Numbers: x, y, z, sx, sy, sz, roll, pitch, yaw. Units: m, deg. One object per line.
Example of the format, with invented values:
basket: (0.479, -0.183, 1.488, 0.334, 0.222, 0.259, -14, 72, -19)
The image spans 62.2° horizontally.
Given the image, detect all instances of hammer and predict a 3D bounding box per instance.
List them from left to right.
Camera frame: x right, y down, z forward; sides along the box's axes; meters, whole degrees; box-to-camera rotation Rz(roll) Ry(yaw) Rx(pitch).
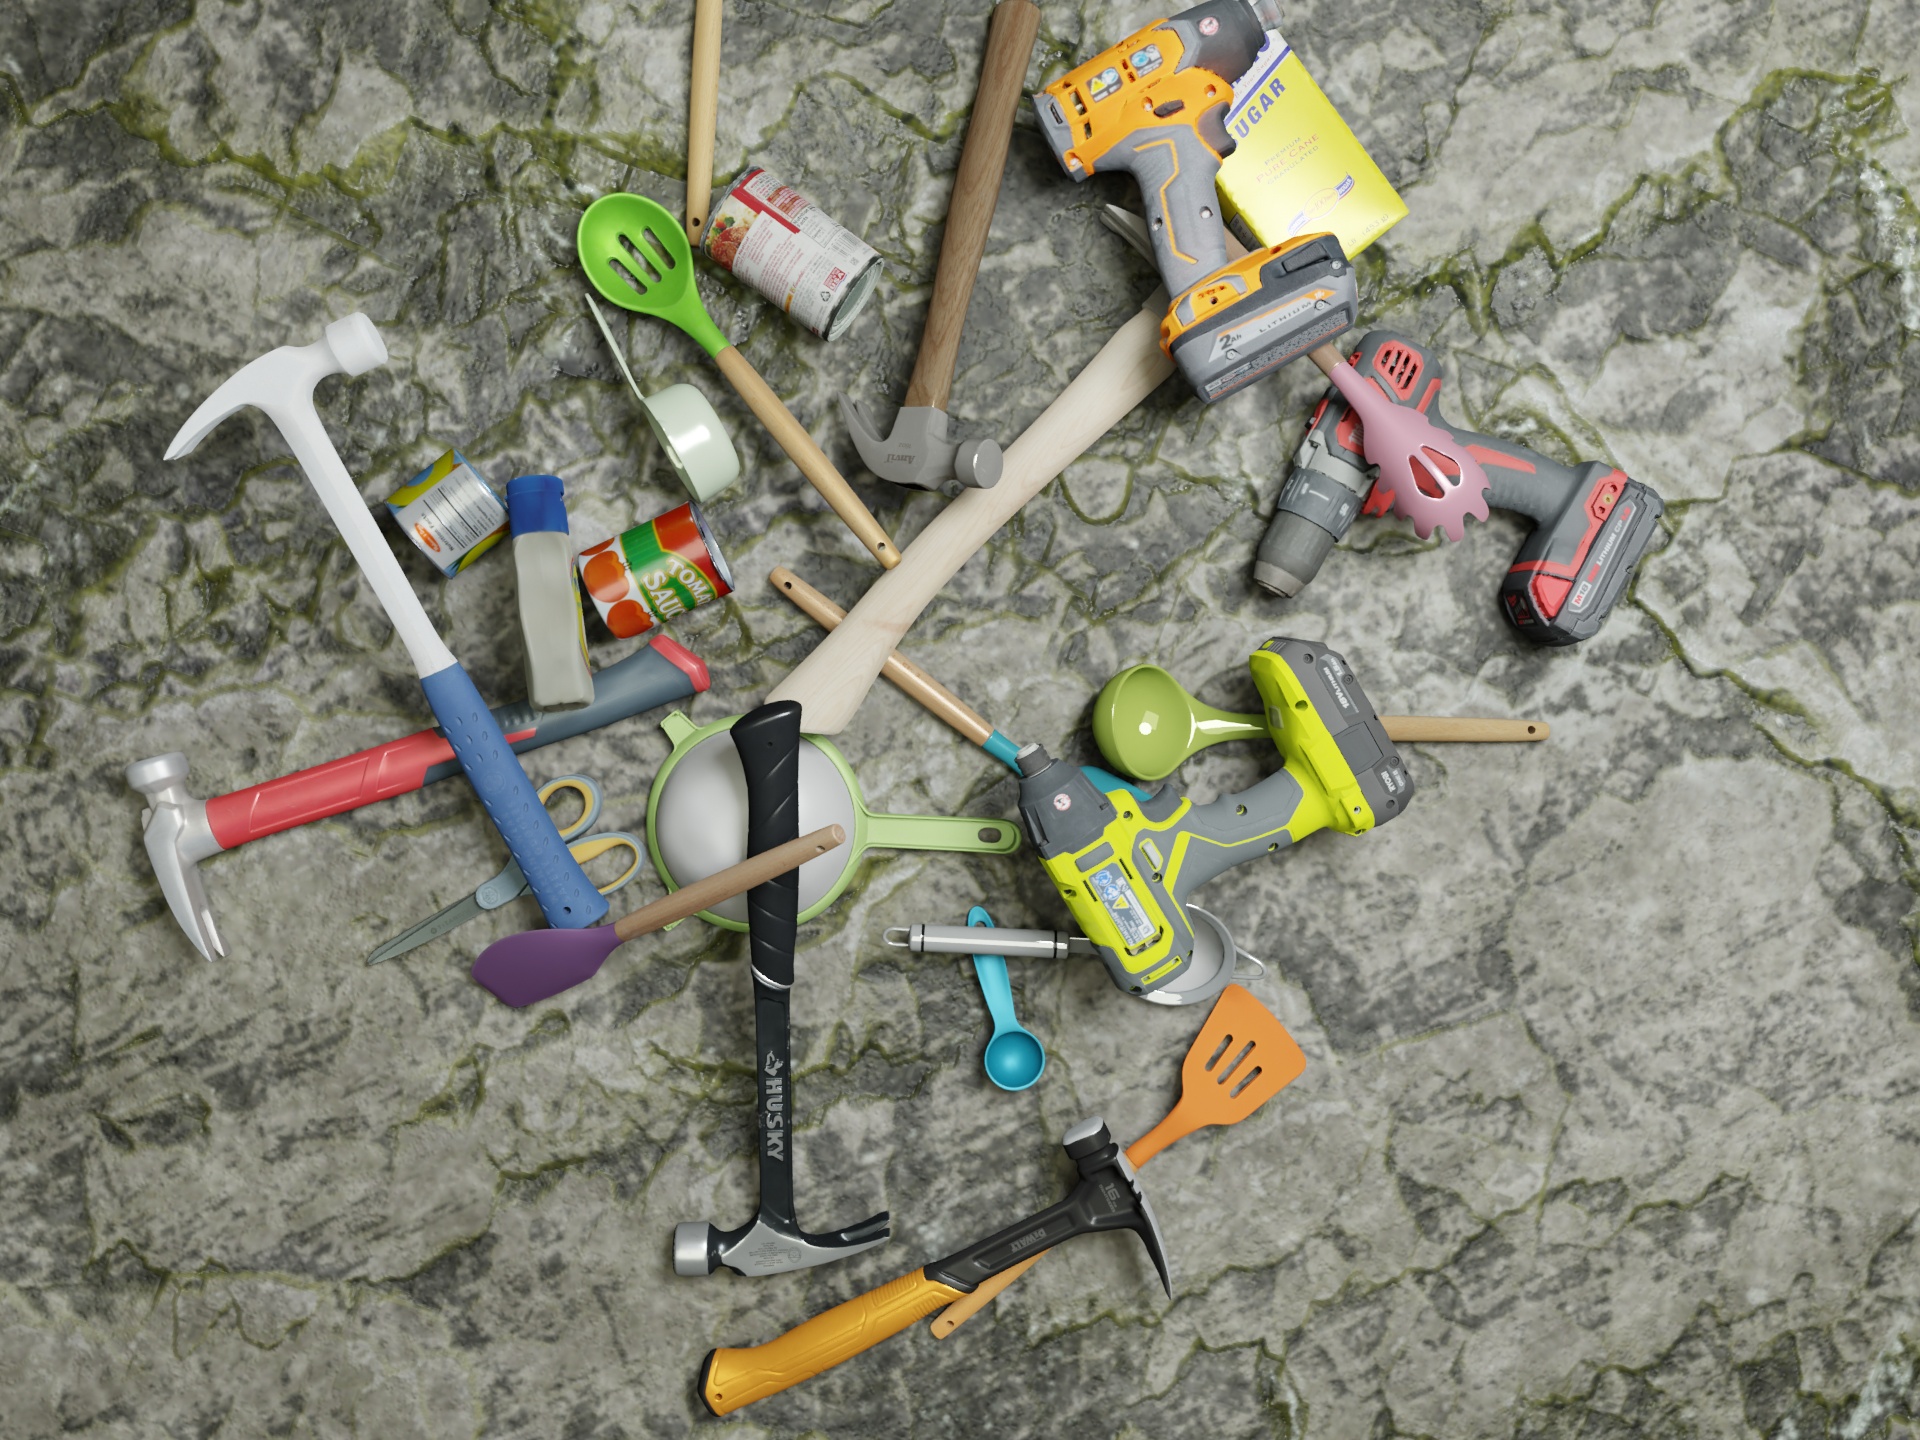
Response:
hammer: (-0.342, -0.039, 1.008, 0.144, 0.035, 0.405, -25, 106, -1)
hammer: (-0.351, 0.039, 1.068, 0.386, 0.038, 0.143, -18, 95, 0)
hammer: (-0.118, 0.185, 1.040, 0.149, 0.036, 0.408, 0, 107, -5)
hammer: (-0.024, 0.397, 1.083, 0.337, 0.034, 0.127, -27, 91, 6)
hammer: (0.000, -0.311, 1.039, 0.130, 0.031, 0.331, 8, 83, 38)
hammer: (0.017, -0.155, 1.052, 0.146, 0.038, 0.410, 44, 86, -2)

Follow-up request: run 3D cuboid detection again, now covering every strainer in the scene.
strainer: (-0.086, 0.075, 1.061, 0.256, 0.069, 0.151, 3, 93, 0)
strainer: (0.076, 0.150, 1.080, 0.258, 0.050, 0.086, 3, 119, 0)

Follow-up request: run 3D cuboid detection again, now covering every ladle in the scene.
ladle: (-0.165, -0.473, 1.051, 0.069, 0.031, 0.315, 5, 95, 1)
ladle: (0.247, 0.004, 1.075, 0.320, 0.062, 0.078, 1, 86, -4)

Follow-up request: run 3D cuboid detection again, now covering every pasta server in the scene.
pasta server: (0.227, -0.243, 1.029, 0.060, 0.040, 0.316, -39, 73, 7)

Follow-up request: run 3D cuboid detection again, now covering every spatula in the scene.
spatula: (-0.199, 0.124, 1.012, 0.316, 0.018, 0.059, -24, 123, 28)
spatula: (-0.002, -0.003, 1.072, 0.317, 0.044, 0.082, 37, 102, -2)
spatula: (0.101, 0.318, 1.105, 0.322, 0.041, 0.081, -43, 94, 5)

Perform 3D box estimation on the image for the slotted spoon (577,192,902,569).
slotted spoon: (-0.141, -0.219, 1.040, 0.070, 0.031, 0.314, -40, 83, 1)

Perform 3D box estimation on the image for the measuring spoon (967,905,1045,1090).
measuring spoon: (0.026, 0.191, 1.101, 0.042, 0.021, 0.129, -14, 84, -7)

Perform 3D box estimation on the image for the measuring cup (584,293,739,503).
measuring cup: (-0.197, -0.222, 1.051, 0.038, 0.083, 0.168, -29, 78, -8)

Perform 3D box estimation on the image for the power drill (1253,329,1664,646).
power drill: (0.322, -0.130, 1.060, 0.226, 0.080, 0.188, 29, 92, 0)

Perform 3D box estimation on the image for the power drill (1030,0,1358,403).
power drill: (0.161, -0.333, 0.989, 0.164, 0.084, 0.226, -28, 81, 14)

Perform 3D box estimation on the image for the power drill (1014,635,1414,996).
power drill: (0.155, 0.047, 1.010, 0.223, 0.080, 0.171, -31, 98, -3)
